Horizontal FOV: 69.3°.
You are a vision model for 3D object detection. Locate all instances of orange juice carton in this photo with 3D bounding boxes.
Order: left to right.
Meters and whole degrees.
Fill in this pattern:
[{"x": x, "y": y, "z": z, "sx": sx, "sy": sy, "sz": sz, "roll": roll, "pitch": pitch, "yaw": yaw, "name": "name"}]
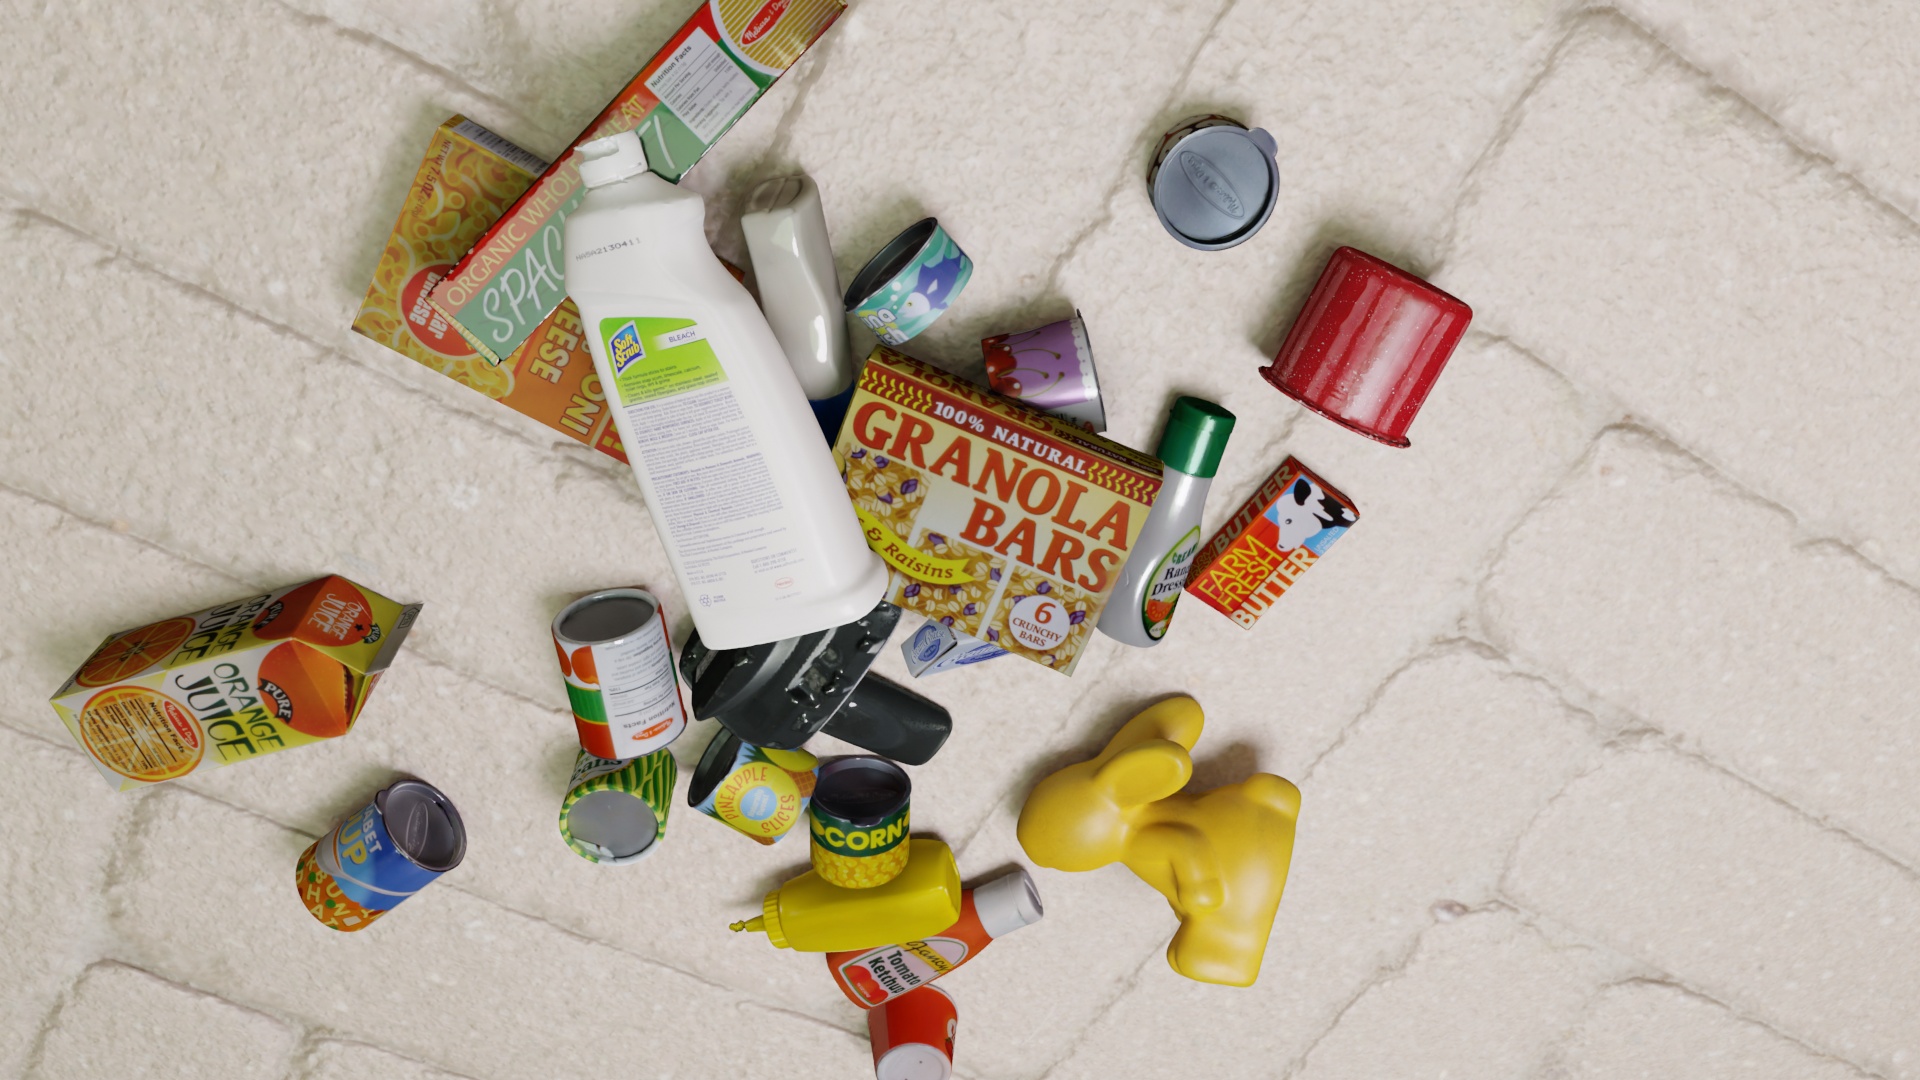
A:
[{"x": -0.417, "y": 0.080, "z": 0.825, "sx": 0.193, "sy": 0.072, "sz": 0.072, "roll": -15, "pitch": 118, "yaw": 5, "name": "orange juice carton"}]

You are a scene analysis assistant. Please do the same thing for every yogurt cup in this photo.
[{"x": -0.034, "y": 0.364, "z": 1.006, "sx": 0.072, "sy": 0.054, "sz": 0.072, "roll": -1, "pitch": 117, "yaw": -2, "name": "yogurt cup"}]

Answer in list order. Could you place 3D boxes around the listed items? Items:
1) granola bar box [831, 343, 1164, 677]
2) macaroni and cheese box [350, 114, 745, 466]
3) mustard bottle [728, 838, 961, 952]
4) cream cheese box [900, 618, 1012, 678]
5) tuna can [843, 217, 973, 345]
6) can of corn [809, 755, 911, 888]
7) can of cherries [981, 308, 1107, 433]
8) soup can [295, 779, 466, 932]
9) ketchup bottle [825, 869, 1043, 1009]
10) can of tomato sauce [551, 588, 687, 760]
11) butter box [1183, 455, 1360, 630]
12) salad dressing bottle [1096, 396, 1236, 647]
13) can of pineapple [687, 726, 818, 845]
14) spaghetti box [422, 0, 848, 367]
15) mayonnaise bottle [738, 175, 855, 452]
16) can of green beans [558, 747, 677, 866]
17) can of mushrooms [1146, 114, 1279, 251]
[{"x": 0.009, "y": -0.015, "z": 0.739, "sx": 0.165, "sy": 0.039, "sz": 0.123, "roll": 22, "pitch": 112, "yaw": 0, "name": "granola bar box"}, {"x": -0.218, "y": -0.130, "z": 0.744, "sx": 0.166, "sy": 0.040, "sz": 0.123, "roll": 27, "pitch": 112, "yaw": -16, "name": "macaroni and cheese box"}, {"x": -0.080, "y": 0.246, "z": 0.939, "sx": 0.160, "sy": 0.065, "sz": 0.048, "roll": -14, "pitch": 117, "yaw": 11, "name": "mustard bottle"}, {"x": 0.020, "y": 0.052, "z": 0.822, "sx": 0.104, "sy": 0.024, "sz": 0.053, "roll": -10, "pitch": 158, "yaw": -38, "name": "cream cheese box"}, {"x": -0.028, "y": -0.135, "z": 0.735, "sx": 0.071, "sy": 0.071, "sz": 0.032, "roll": -38, "pitch": 114, "yaw": 16, "name": "tuna can"}, {"x": -0.065, "y": 0.184, "z": 0.900, "sx": 0.071, "sy": 0.071, "sz": 0.058, "roll": 1, "pitch": 119, "yaw": -4, "name": "can of corn"}, {"x": 0.046, "y": -0.088, "z": 0.769, "sx": 0.058, "sy": 0.072, "sz": 0.071, "roll": -13, "pitch": 118, "yaw": 5, "name": "can of cherries"}, {"x": -0.375, "y": 0.202, "z": 0.894, "sx": 0.083, "sy": 0.071, "sz": 0.071, "roll": -35, "pitch": 114, "yaw": 14, "name": "soup can"}, {"x": -0.016, "y": 0.273, "z": 0.966, "sx": 0.149, "sy": 0.044, "sz": 0.064, "roll": -26, "pitch": 121, "yaw": 9, "name": "ketchup bottle"}, {"x": -0.207, "y": 0.080, "z": 0.841, "sx": 0.071, "sy": 0.071, "sz": 0.082, "roll": -6, "pitch": 118, "yaw": 0, "name": "can of tomato sauce"}, {"x": 0.187, "y": 0.003, "z": 0.846, "sx": 0.053, "sy": 0.024, "sz": 0.103, "roll": 34, "pitch": 111, "yaw": -19, "name": "butter box"}, {"x": 0.120, "y": -0.011, "z": 0.819, "sx": 0.044, "sy": 0.064, "sz": 0.147, "roll": 29, "pitch": 112, "yaw": 30, "name": "salad dressing bottle"}, {"x": -0.131, "y": 0.153, "z": 0.881, "sx": 0.058, "sy": 0.071, "sz": 0.070, "roll": 33, "pitch": 111, "yaw": -19, "name": "can of pineapple"}, {"x": -0.161, "y": -0.192, "z": 0.687, "sx": 0.250, "sy": 0.029, "sz": 0.050, "roll": -45, "pitch": 107, "yaw": 3, "name": "spaghetti box"}, {"x": -0.083, "y": -0.116, "z": 0.748, "sx": 0.041, "sy": 0.065, "sz": 0.147, "roll": -5, "pitch": 122, "yaw": 7, "name": "mayonnaise bottle"}, {"x": -0.218, "y": 0.165, "z": 0.888, "sx": 0.071, "sy": 0.058, "sz": 0.071, "roll": -1, "pitch": 118, "yaw": -3, "name": "can of green beans"}, {"x": 0.135, "y": -0.191, "z": 0.736, "sx": 0.071, "sy": 0.033, "sz": 0.070, "roll": -1, "pitch": 117, "yaw": -2, "name": "can of mushrooms"}]
